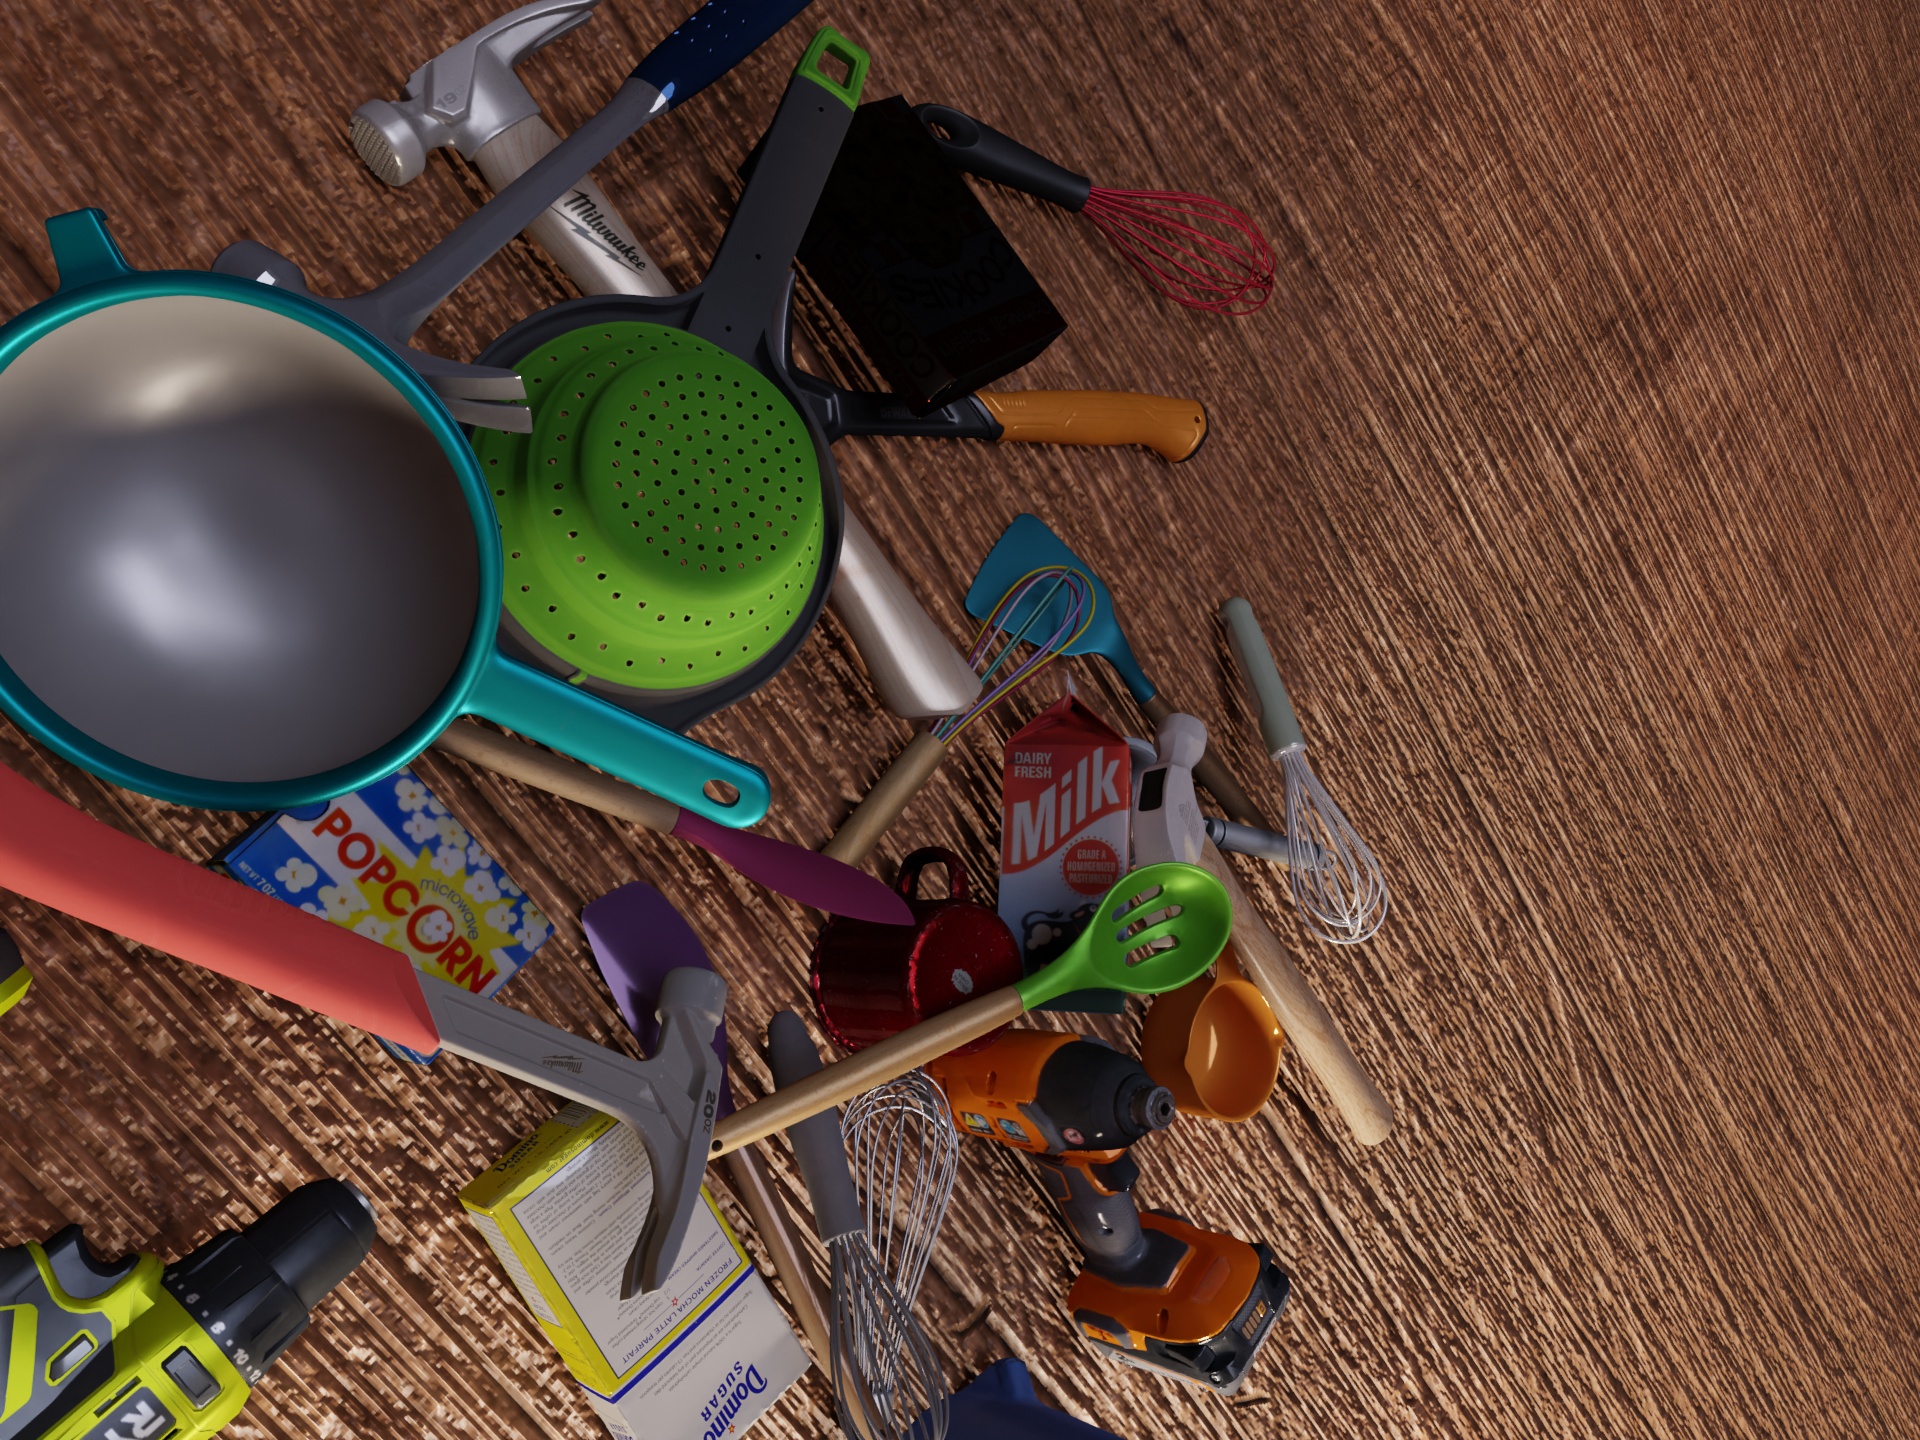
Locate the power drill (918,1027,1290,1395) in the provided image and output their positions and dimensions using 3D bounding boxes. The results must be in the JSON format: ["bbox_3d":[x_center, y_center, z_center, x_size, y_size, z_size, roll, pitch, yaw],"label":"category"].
[{"bbox_3d":[0.090,0.262,0.873,0.084,0.164,0.226,-46,114,-33],"label":"power drill"}]

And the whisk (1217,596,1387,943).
[{"bbox_3d":[0.217,0.029,1.044,0.059,0.057,0.246,-16,71,-3],"label":"whisk"}]

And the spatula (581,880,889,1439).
[{"bbox_3d":[-0.103,0.226,0.794,0.060,0.018,0.316,-26,91,-47],"label":"spatula"}]

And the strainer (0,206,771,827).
[{"bbox_3d":[-0.232,-0.049,0.660,0.340,0.095,0.211,27,105,-17],"label":"strainer"}]

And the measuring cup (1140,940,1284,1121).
[{"bbox_3d":[0.149,0.163,1.002,0.095,0.052,0.173,-4,86,-40],"label":"measuring cup"}]

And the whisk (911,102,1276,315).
[{"bbox_3d":[0.093,-0.331,1.026,0.295,0.073,0.073,14,75,-30],"label":"whisk"}]

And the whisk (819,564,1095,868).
[{"bbox_3d":[0.000,-0.002,0.902,0.047,0.051,0.245,42,67,-7],"label":"whisk"}]

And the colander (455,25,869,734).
[{"bbox_3d":[-0.105,-0.178,0.748,0.204,0.094,0.397,27,72,-26],"label":"colander"}]

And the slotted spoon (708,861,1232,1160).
[{"bbox_3d":[0.005,0.148,0.798,0.313,0.031,0.070,-21,101,-25],"label":"slotted spoon"}]

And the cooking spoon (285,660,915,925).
[{"bbox_3d":[-0.160,0.038,0.760,0.318,0.069,0.017,23,100,-22],"label":"cooking spoon"}]

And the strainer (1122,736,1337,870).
[{"bbox_3d":[0.156,0.069,1.017,0.258,0.050,0.087,15,95,-34],"label":"strainer"}]

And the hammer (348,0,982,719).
[{"bbox_3d":[-0.116,-0.170,0.818,0.146,0.038,0.410,-46,107,-25],"label":"hammer"}]

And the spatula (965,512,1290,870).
[{"bbox_3d":[0.126,-0.001,1.027,0.317,0.044,0.082,47,60,-29],"label":"spatula"}]

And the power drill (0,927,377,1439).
[{"bbox_3d":[-0.349,0.187,0.594,0.190,0.080,0.228,-41,112,-34],"label":"power drill"}]

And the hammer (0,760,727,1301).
[{"bbox_3d":[-0.254,0.108,0.636,0.358,0.036,0.149,31,47,-28],"label":"hammer"}]

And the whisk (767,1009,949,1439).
[{"bbox_3d":[-0.056,0.254,0.786,0.055,0.055,0.239,2,56,-38],"label":"whisk"}]

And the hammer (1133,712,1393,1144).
[{"bbox_3d":[0.191,0.155,0.975,0.331,0.031,0.130,54,38,-29],"label":"hammer"}]

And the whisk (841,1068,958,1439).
[{"bbox_3d":[-0.044,0.323,0.831,0.070,0.070,0.285,10,83,-37],"label":"whisk"}]

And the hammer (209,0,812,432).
[{"bbox_3d":[-0.149,-0.284,0.746,0.144,0.035,0.406,30,60,11],"label":"hammer"}]

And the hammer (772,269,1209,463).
[{"bbox_3d":[0.027,-0.193,0.967,0.336,0.034,0.127,-6,89,-39],"label":"hammer"}]
